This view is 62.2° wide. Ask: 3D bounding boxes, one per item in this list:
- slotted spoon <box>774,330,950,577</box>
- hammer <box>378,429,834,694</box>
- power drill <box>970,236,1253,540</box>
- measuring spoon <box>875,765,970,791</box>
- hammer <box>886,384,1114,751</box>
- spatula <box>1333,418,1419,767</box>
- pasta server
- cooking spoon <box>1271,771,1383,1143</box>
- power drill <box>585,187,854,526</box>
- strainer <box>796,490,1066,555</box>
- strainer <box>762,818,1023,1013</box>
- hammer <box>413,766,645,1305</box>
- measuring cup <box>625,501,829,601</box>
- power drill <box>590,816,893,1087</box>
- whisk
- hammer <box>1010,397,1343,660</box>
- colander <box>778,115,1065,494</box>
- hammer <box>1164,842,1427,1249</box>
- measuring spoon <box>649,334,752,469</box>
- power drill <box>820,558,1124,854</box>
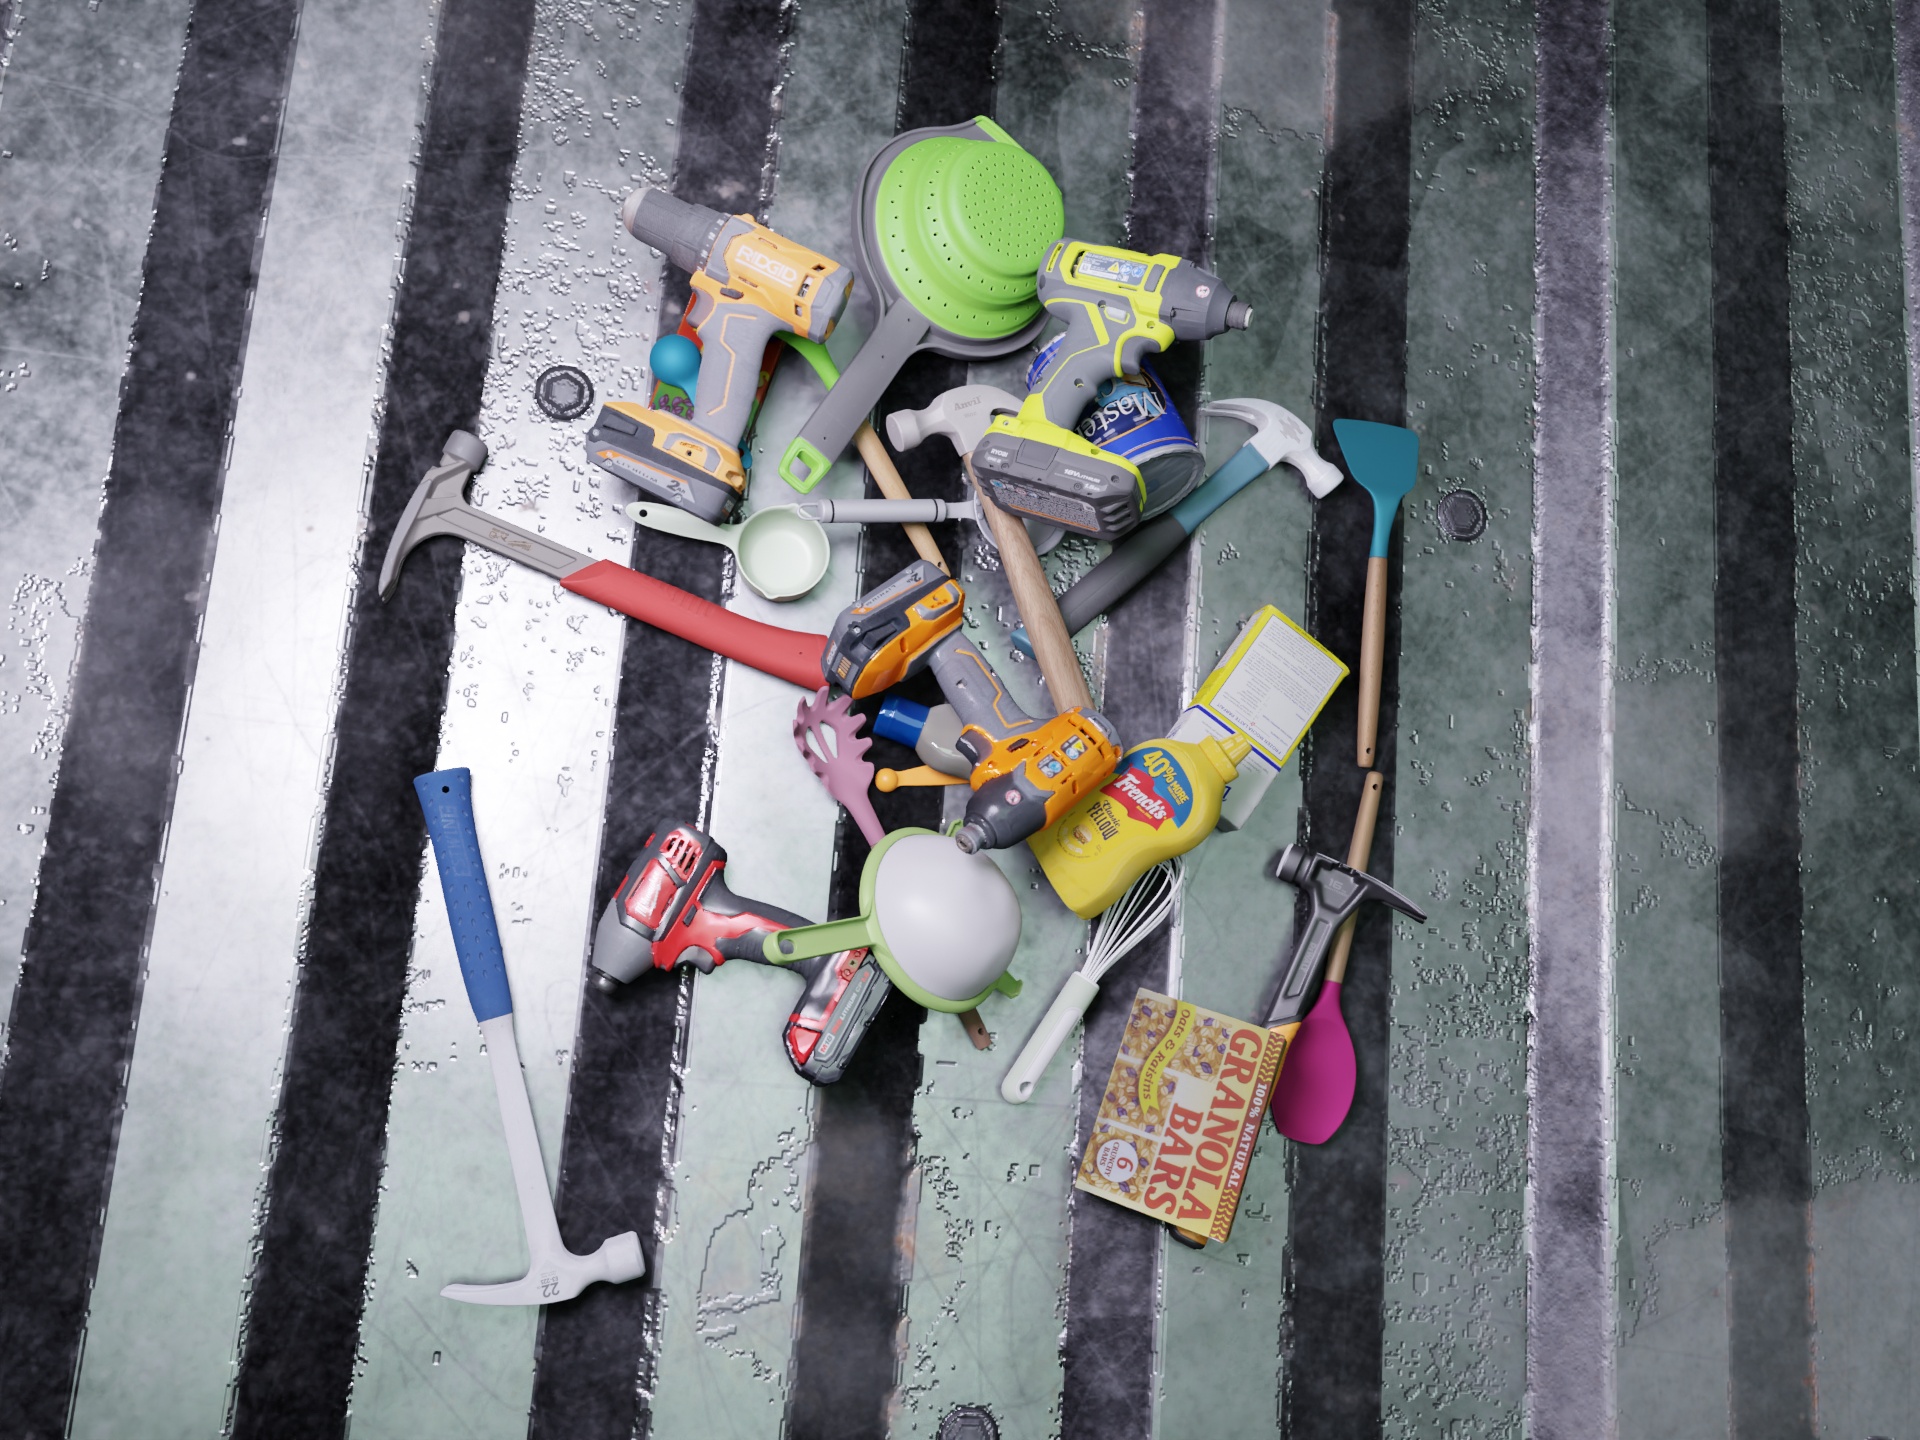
[{"bbox_3d":[-0.091,-0.251,1.314,0.070,0.031,0.313,-33,99,-23],"label":"slotted spoon"},{"bbox_3d":[-0.271,-0.096,1.272,0.359,0.036,0.149,23,77,-6],"label":"hammer"},{"bbox_3d":[0.115,-0.261,1.234,0.171,0.080,0.223,19,76,20],"label":"power drill"},{"bbox_3d":[-0.012,0.043,1.310,0.117,0.011,0.021,-6,82,-12],"label":"measuring spoon"},{"bbox_3d":[0.057,-0.114,1.297,0.130,0.031,0.331,-23,96,-18],"label":"hammer"},{"bbox_3d":[0.365,-0.115,1.406,0.082,0.044,0.317,7,84,-10],"label":"spatula"},{"bbox_3d":[-0.051,0.121,1.277,0.060,0.040,0.316,-26,87,-25],"label":"pasta server"},{"bbox_3d":[0.320,0.196,1.344,0.069,0.017,0.319,14,78,2],"label":"cooking spoon"},{"bbox_3d":[-0.210,-0.287,1.232,0.185,0.084,0.226,27,91,-1],"label":"power drill"},{"bbox_3d":[-0.013,-0.174,1.312,0.258,0.050,0.087,-4,86,-24],"label":"strainer"},{"bbox_3d":[-0.035,0.146,1.188,0.256,0.069,0.151,-2,69,-50],"label":"strainer"},{"bbox_3d":[-0.355,0.237,1.199,0.144,0.035,0.405,-13,83,-13],"label":"hammer"},{"bbox_3d":[-0.190,-0.146,1.297,0.167,0.038,0.083,15,78,-6],"label":"measuring cup"},{"bbox_3d":[-0.171,0.186,1.225,0.219,0.078,0.143,31,76,-2],"label":"power drill"},{"bbox_3d":[0.107,0.205,1.290,0.057,0.059,0.246,40,78,-31],"label":"whisk"},{"bbox_3d":[0.177,-0.159,1.371,0.331,0.033,0.128,-40,90,-14],"label":"hammer"},{"bbox_3d":[-0.021,-0.347,1.294,0.204,0.094,0.397,39,67,-19],"label":"colander"},{"bbox_3d":[0.259,0.274,1.300,0.127,0.034,0.337,24,79,14],"label":"hammer"},{"bbox_3d":[-0.205,-0.258,1.278,0.042,0.021,0.128,-34,86,-13],"label":"measuring spoon"},{"bbox_3d":[-0.002,-0.004,1.237,0.226,0.084,0.164,44,54,11],"label":"power drill"}]
